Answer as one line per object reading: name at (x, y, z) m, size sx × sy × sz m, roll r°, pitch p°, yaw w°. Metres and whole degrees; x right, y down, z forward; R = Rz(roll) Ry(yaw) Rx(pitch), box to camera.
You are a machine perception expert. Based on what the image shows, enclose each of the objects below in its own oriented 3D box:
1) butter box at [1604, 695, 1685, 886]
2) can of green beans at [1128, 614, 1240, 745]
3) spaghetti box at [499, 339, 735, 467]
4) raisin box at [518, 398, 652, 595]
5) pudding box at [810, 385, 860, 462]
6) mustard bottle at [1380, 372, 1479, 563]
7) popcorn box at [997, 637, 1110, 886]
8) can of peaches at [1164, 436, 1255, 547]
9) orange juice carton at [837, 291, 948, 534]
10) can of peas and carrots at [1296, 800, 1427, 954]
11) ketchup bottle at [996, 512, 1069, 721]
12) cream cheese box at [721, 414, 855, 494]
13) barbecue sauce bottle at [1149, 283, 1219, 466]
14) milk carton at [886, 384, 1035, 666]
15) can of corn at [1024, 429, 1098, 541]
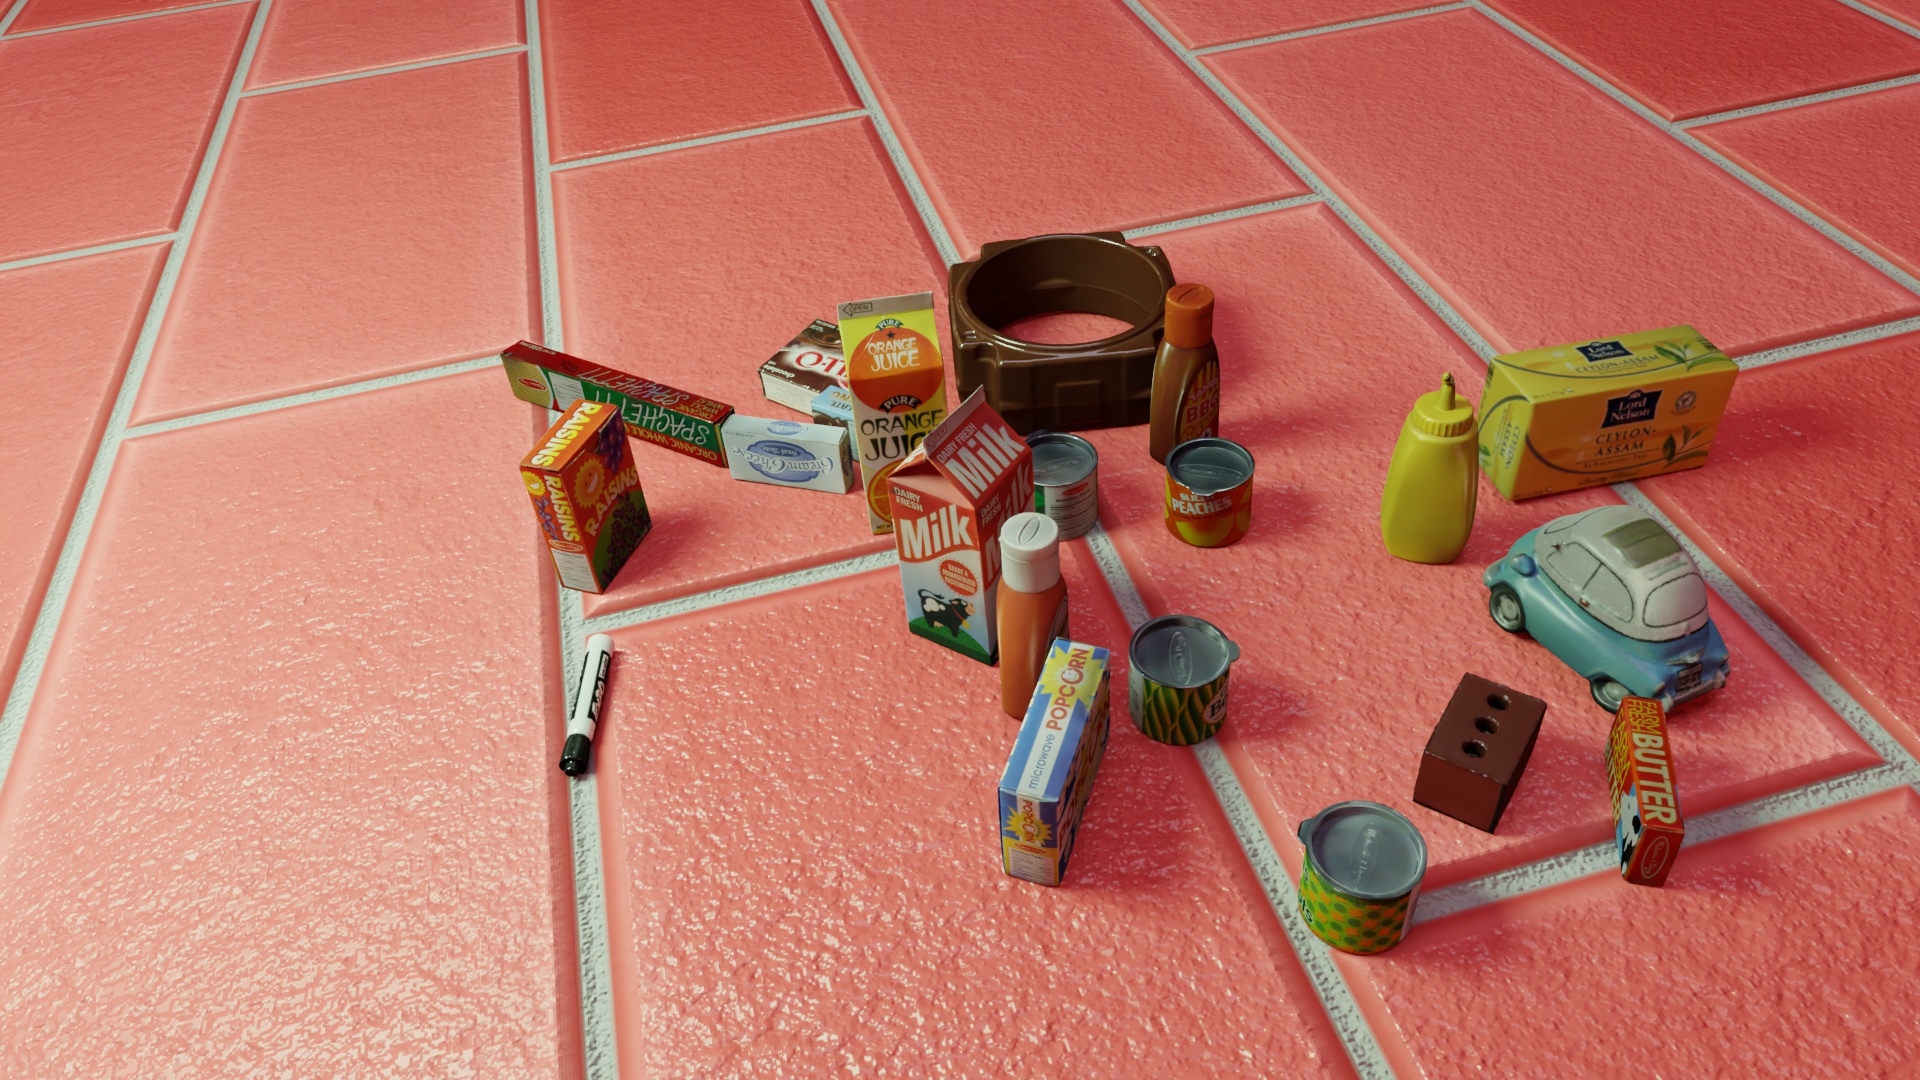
butter box at (0.406, 0.147, 0.827) m, size 0.024 × 0.052 × 0.104 m, roll 6°, pitch 42°, yaw 13°
can of green beans at (0.144, 0.092, 0.915) m, size 0.071 × 0.057 × 0.071 m, roll -3°, pitch 41°, yaw 3°
spaghetti box at (-0.297, -0.121, 1.211) m, size 0.250 × 0.050 × 0.029 m, roll 18°, pitch 46°, yaw 25°
raisin box at (-0.282, -0.033, 1.054) m, size 0.040 × 0.122 × 0.086 m, roll 10°, pitch 43°, yaw 17°
pudding box at (-0.082, -0.093, 1.156) m, size 0.084 × 0.049 × 0.030 m, roll 20°, pitch 47°, yaw 27°
mustard bottle at (0.338, -0.055, 0.985) m, size 0.065 × 0.159 × 0.049 m, roll 8°, pitch 43°, yaw 15°
popcorn box at (0.060, 0.135, 0.854) m, size 0.038 × 0.084 × 0.127 m, roll 9°, pitch 43°, yaw 16°
can of peaches at (0.188, -0.035, 1.055) m, size 0.071 × 0.057 × 0.071 m, roll -3°, pitch 41°, yaw 3°
orange juice carton at (-0.047, -0.103, 1.056) m, size 0.072 × 0.191 × 0.073 m, roll -9°, pitch 41°, yaw -3°
can of peas and carrots at (0.225, 0.192, 0.792) m, size 0.071 × 0.058 × 0.071 m, roll -3°, pitch 41°, yaw 3°
ketchup bottle at (0.047, 0.049, 0.906) m, size 0.043 × 0.148 × 0.065 m, roll 13°, pitch 44°, yaw 20°
cream cheese box at (-0.140, -0.071, 1.135) m, size 0.104 × 0.053 × 0.024 m, roll 8°, pitch 43°, yaw 15°
barbecue sauce bottle at (0.178, -0.131, 1.097) m, size 0.044 × 0.147 × 0.065 m, roll 31°, pitch 53°, yaw 34°
milk carton at (0.003, -0.012, 0.948) m, size 0.073 × 0.189 × 0.073 m, roll 20°, pitch 47°, yaw 27°
can of corn at (0.073, -0.043, 1.076) m, size 0.071 × 0.058 × 0.071 m, roll -3°, pitch 41°, yaw 3°
